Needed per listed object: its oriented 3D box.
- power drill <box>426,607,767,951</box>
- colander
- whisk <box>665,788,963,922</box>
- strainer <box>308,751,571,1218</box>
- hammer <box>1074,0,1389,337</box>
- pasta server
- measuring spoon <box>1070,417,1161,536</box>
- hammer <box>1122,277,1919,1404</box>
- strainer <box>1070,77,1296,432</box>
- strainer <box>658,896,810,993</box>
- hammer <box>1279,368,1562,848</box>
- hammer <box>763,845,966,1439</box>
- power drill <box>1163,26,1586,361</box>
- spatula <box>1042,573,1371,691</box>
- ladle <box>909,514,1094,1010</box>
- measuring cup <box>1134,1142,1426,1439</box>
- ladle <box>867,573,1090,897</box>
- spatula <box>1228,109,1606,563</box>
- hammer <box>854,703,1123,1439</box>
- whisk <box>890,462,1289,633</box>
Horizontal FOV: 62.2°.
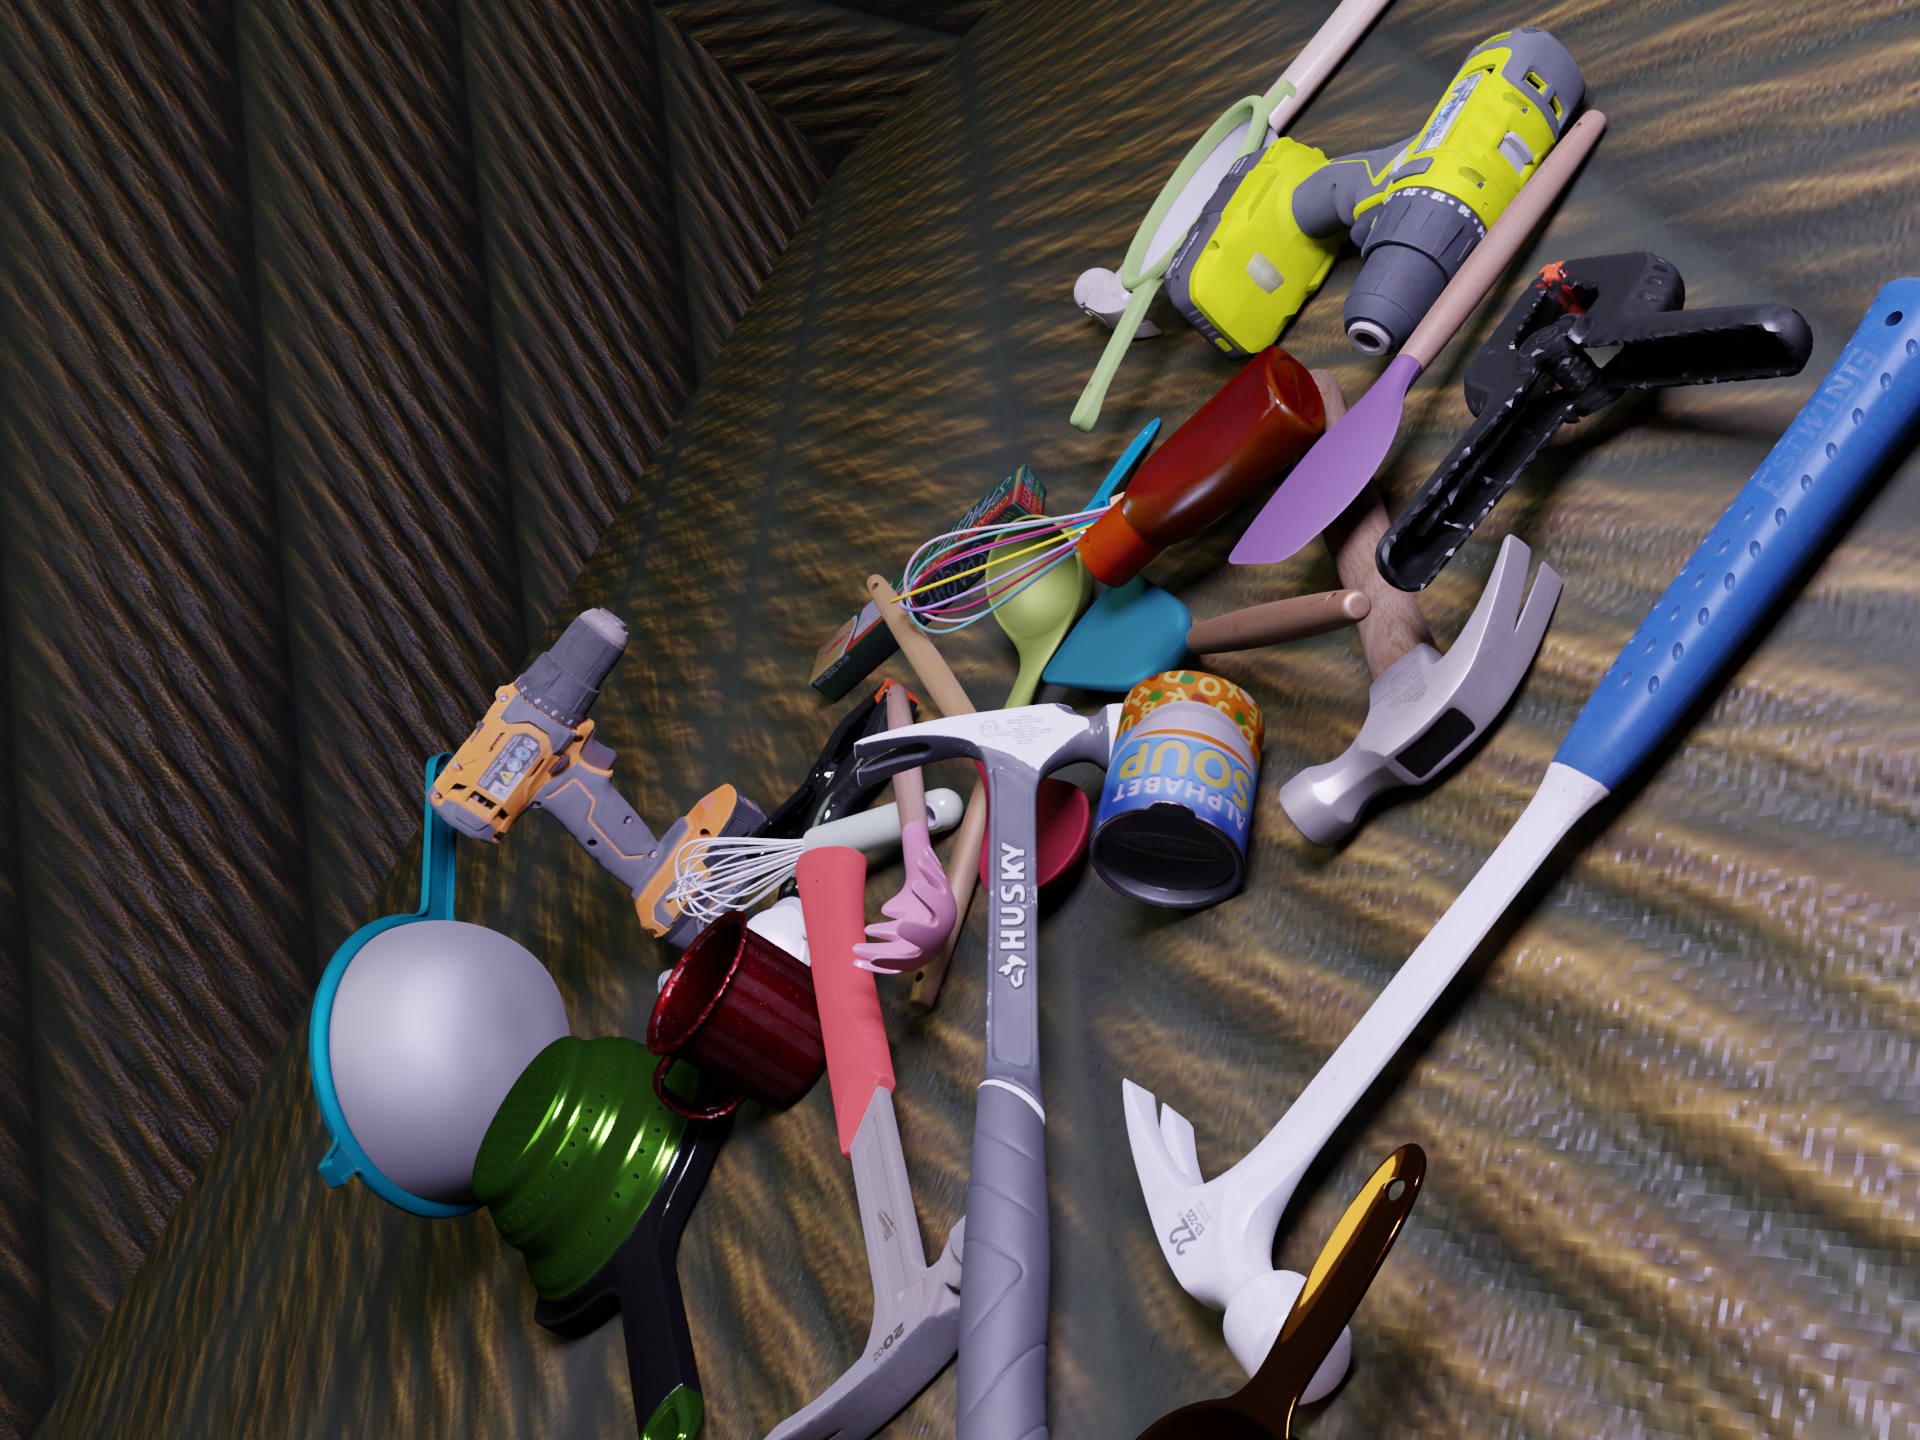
[{"bbox_3d":[-0.242,0.044,1.161,0.185,0.226,0.084,-53,21,1],"label":"power drill"},{"bbox_3d":[-0.214,0.283,0.915,0.204,0.094,0.397,-53,21,1],"label":"colander"},{"bbox_3d":[-0.096,0.082,1.003,0.246,0.058,0.059,-19,2,35],"label":"whisk"},{"bbox_3d":[-0.338,0.167,1.115,0.095,0.210,0.341,-19,61,22],"label":"strainer"},{"bbox_3d":[0.242,-0.458,1.184,0.410,0.038,0.146,-50,23,10],"label":"hammer"},{"bbox_3d":[-0.034,0.047,0.903,0.060,0.040,0.316,-54,19,18],"label":"pasta server"},{"bbox_3d":[0.105,-0.150,1.032,0.042,0.021,0.129,-22,29,55],"label":"measuring spoon"},{"bbox_3d":[0.196,0.026,0.533,0.405,0.035,0.144,-53,21,2],"label":"hammer"},{"bbox_3d":[0.155,-0.293,1.071,0.256,0.069,0.151,-63,16,-9],"label":"strainer"},{"bbox_3d":[-0.159,0.166,1.063,0.258,0.050,0.087,-25,49,57],"label":"strainer"},{"bbox_3d":[0.186,-0.085,0.732,0.130,0.031,0.332,-43,23,27],"label":"hammer"},{"bbox_3d":[-0.056,0.180,0.793,0.149,0.036,0.359,-48,27,14],"label":"hammer"},{"bbox_3d":[0.218,-0.273,0.894,0.190,0.080,0.228,-58,24,-13],"label":"power drill"},{"bbox_3d":[0.114,-0.046,0.758,0.082,0.044,0.317,-52,8,-8],"label":"spatula"},{"bbox_3d":[0.015,0.014,0.908,0.078,0.062,0.320,-17,44,43],"label":"ladle"},{"bbox_3d":[0.100,0.204,0.442,0.174,0.052,0.095,-57,21,-13],"label":"measuring cup"},{"bbox_3d":[-0.001,-0.003,0.893,0.069,0.031,0.316,-40,40,7],"label":"ladle"},{"bbox_3d":[0.229,-0.188,0.760,0.316,0.018,0.060,-51,25,-18],"label":"spatula"},{"bbox_3d":[0.016,0.141,0.658,0.409,0.149,0.036,-87,-5,-46],"label":"hammer"},{"bbox_3d":[0.069,-0.107,0.903,0.245,0.047,0.051,-20,66,19],"label":"whisk"}]
